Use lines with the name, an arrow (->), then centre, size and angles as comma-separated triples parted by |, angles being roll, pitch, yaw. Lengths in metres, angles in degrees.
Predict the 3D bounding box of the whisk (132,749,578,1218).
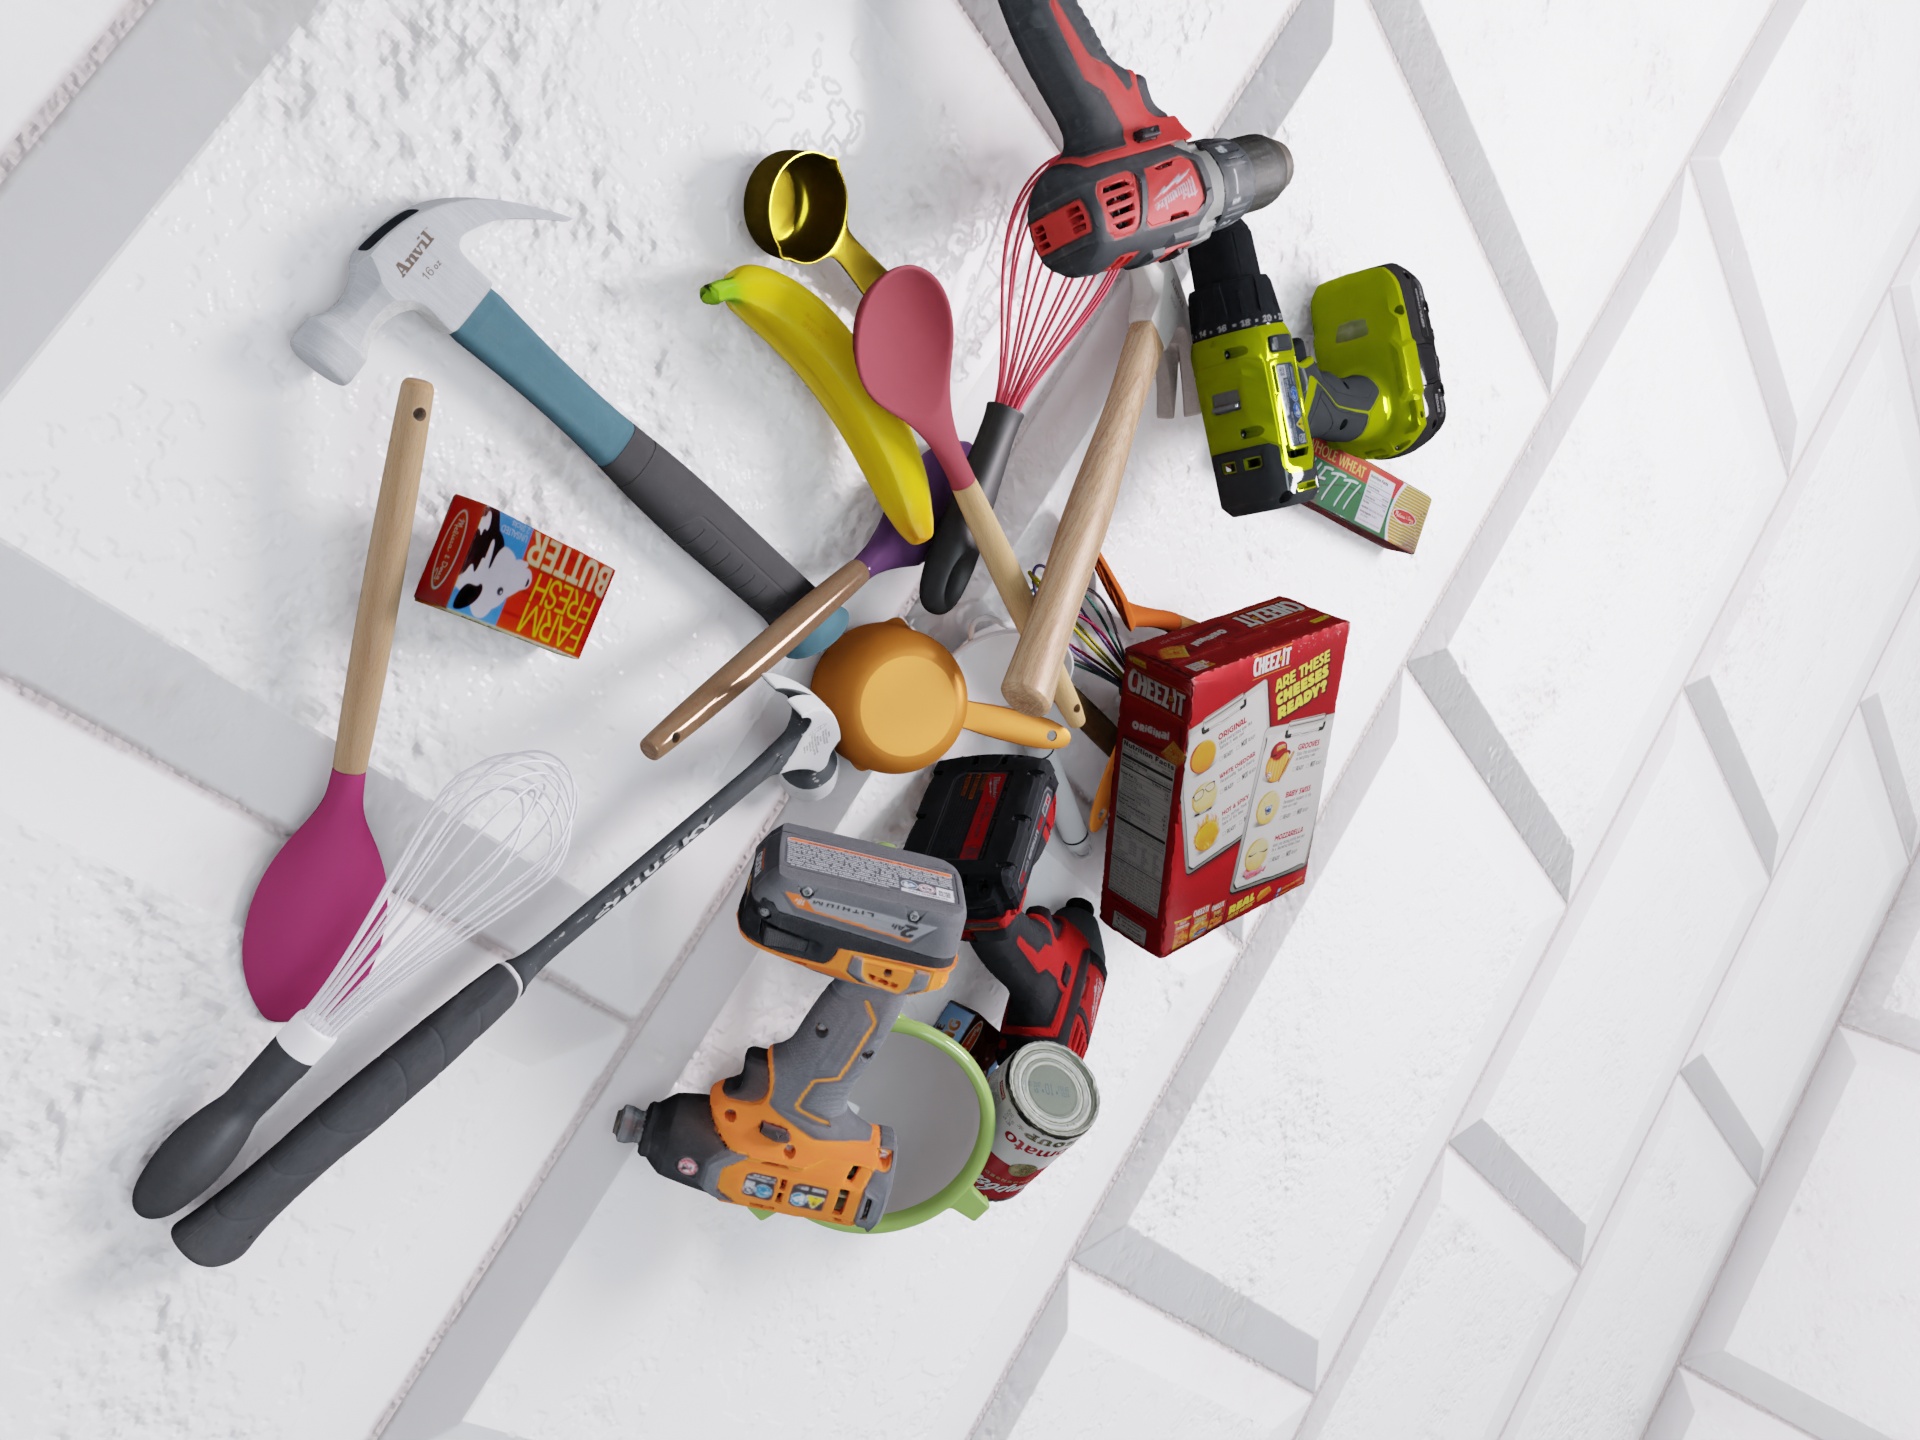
whisk -> -0.284, 0.125, 0.747 | 0.284, 0.070, 0.070 | -48, 132, -4

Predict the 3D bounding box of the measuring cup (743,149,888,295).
measuring cup -> -0.066, -0.253, 0.872 | 0.156, 0.029, 0.062 | 37, 78, -56

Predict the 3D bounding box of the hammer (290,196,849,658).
hammer -> -0.167, -0.130, 0.807 | 0.128, 0.033, 0.330 | -57, 134, -11

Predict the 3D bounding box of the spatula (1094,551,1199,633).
spatula -> 0.171, -0.069, 1.133 | 0.041, 0.081, 0.322 | -42, 146, 25

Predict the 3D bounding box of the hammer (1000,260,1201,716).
hammer -> 0.086, -0.148, 0.968 | 0.129, 0.031, 0.331 | 50, 51, -46

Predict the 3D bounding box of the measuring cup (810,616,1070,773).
measuring cup -> -0.002, -0.003, 0.949 | 0.173, 0.052, 0.095 | 13, 93, -22

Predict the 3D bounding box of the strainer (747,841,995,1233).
strainer -> -0.053, 0.190, 0.985 | 0.151, 0.069, 0.256 | 2, 105, -5

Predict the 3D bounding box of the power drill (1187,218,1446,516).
power drill -> 0.235, -0.249, 1.081 | 0.228, 0.080, 0.190 | -20, 100, -45

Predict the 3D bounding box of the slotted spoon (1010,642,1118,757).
slotted spoon -> 0.124, 0.033, 1.139 | 0.313, 0.031, 0.070 | 43, 75, -41

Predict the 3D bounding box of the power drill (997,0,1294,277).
power drill -> 0.091, -0.369, 0.882 | 0.188, 0.080, 0.226 | -27, 100, -34

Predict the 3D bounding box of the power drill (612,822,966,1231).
power drill -> -0.097, 0.178, 0.899 | 0.164, 0.084, 0.226 | 14, 110, -10

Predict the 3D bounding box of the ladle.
ladle -> 0.013, -0.115, 0.909 | 0.069, 0.031, 0.315 | -42, 126, -21

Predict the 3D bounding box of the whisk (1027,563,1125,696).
whisk -> 0.109, -0.031, 1.092 | 0.244, 0.047, 0.051 | 41, 74, -46

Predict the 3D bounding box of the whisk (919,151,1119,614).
whisk -> 0.033, -0.202, 0.940 | 0.073, 0.073, 0.296 | 20, 90, -45

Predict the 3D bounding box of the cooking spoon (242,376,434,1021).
cooking spoon -> -0.279, -0.001, 0.738 | 0.068, 0.017, 0.319 | 2, 110, -43

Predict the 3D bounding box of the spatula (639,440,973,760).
spatula -> -0.071, -0.073, 0.882 | 0.316, 0.018, 0.059 | -47, 132, -41

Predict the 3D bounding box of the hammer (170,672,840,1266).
hammer -> -0.216, 0.121, 0.811 | 0.409, 0.036, 0.149 | -41, 167, -19

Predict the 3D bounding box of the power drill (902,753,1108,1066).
power drill -> 0.042, 0.129, 1.046 | 0.219, 0.078, 0.143 | 65, 34, -40

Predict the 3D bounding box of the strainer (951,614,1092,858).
strainer -> 0.048, 0.010, 1.050 | 0.087, 0.050, 0.258 | -17, 132, 7

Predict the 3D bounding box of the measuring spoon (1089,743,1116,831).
measuring spoon -> 0.114, 0.025, 1.092 | 0.021, 0.011, 0.117 | 8, 106, -49
